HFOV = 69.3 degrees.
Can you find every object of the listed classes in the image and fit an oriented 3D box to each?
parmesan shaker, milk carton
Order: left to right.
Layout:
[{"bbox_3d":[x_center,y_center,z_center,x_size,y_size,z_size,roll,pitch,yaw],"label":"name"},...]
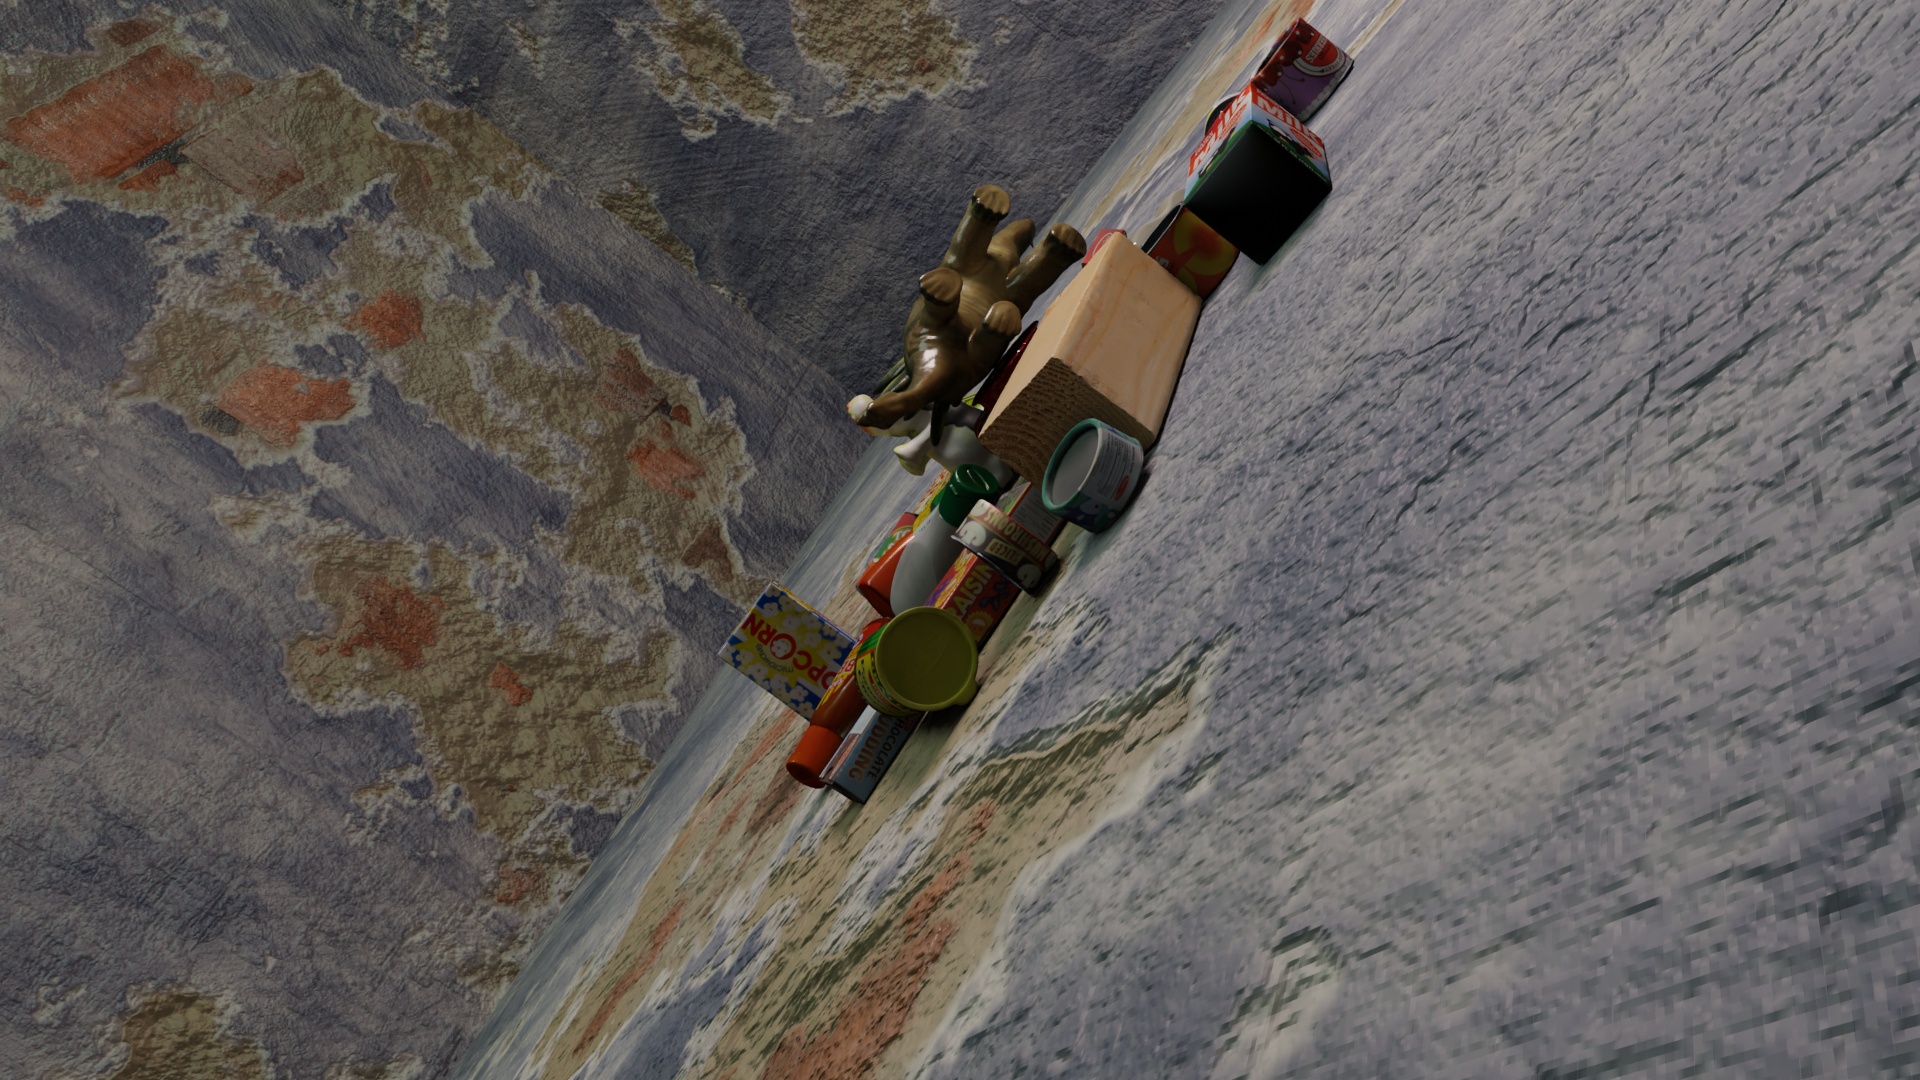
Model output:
[{"bbox_3d":[-0.030,0.085,0.925,0.071,0.071,0.103,-56,5,-16],"label":"parmesan shaker"},{"bbox_3d":[0.216,-0.276,1.019,0.073,0.072,0.191,-50,9,29],"label":"milk carton"}]

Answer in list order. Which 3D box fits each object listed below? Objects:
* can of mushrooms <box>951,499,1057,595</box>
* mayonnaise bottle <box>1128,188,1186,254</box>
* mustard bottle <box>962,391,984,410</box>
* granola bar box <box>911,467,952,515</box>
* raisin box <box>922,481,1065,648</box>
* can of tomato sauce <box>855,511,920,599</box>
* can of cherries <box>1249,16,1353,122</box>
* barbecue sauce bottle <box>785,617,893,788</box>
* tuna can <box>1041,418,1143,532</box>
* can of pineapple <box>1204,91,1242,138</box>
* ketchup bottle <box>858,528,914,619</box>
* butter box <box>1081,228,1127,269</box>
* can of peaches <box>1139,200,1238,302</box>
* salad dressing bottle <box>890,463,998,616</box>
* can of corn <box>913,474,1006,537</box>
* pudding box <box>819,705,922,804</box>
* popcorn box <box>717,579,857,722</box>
[{"bbox_3d":[0.030,0.004,0.919,0.033,0.071,0.071,-53,8,-2],"label":"can of mushrooms"},{"bbox_3d":[0.187,-0.261,1.169,0.149,0.065,0.041,-55,1,-39],"label":"mayonnaise bottle"},{"bbox_3d":[0.044,-0.124,1.354,0.160,0.048,0.065,-23,49,30],"label":"mustard bottle"},{"bbox_3d":[-0.015,-0.038,1.449,0.166,0.039,0.124,-56,8,-16],"label":"granola bar box"},{"bbox_3d":[0.020,0.022,1.000,0.123,0.040,0.086,-54,8,-13],"label":"raisin box"},{"bbox_3d":[-0.047,0.026,1.258,0.083,0.071,0.071,-56,8,-12],"label":"can of tomato sauce"},{"bbox_3d":[0.289,-0.399,1.174,0.071,0.058,0.071,-52,8,10],"label":"can of cherries"},{"bbox_3d":[-0.092,0.134,1.144,0.064,0.043,0.149,-40,16,55],"label":"barbecue sauce bottle"},{"bbox_3d":[0.081,-0.041,0.875,0.070,0.033,0.071,-48,27,35],"label":"tuna can"},{"bbox_3d":[0.244,-0.350,1.197,0.070,0.071,0.058,-51,5,21],"label":"can of pineapple"},{"bbox_3d":[-0.018,0.008,1.208,0.149,0.064,0.043,-47,13,-20],"label":"ketchup bottle"},{"bbox_3d":[0.129,-0.206,1.174,0.053,0.024,0.103,-60,-33,-38],"label":"butter box"},{"bbox_3d":[0.172,-0.217,1.075,0.071,0.058,0.071,-52,9,12],"label":"can of peaches"},{"bbox_3d":[-0.012,0.006,1.091,0.044,0.064,0.146,-10,-40,-37],"label":"salad dressing bottle"},{"bbox_3d":[0.004,-0.014,1.153,0.058,0.071,0.071,-49,9,34],"label":"can of corn"},{"bbox_3d":[-0.063,0.144,0.988,0.084,0.030,0.049,-56,9,-16],"label":"pudding box"},{"bbox_3d":[-0.149,0.107,1.286,0.085,0.127,0.038,-53,4,0],"label":"popcorn box"}]
